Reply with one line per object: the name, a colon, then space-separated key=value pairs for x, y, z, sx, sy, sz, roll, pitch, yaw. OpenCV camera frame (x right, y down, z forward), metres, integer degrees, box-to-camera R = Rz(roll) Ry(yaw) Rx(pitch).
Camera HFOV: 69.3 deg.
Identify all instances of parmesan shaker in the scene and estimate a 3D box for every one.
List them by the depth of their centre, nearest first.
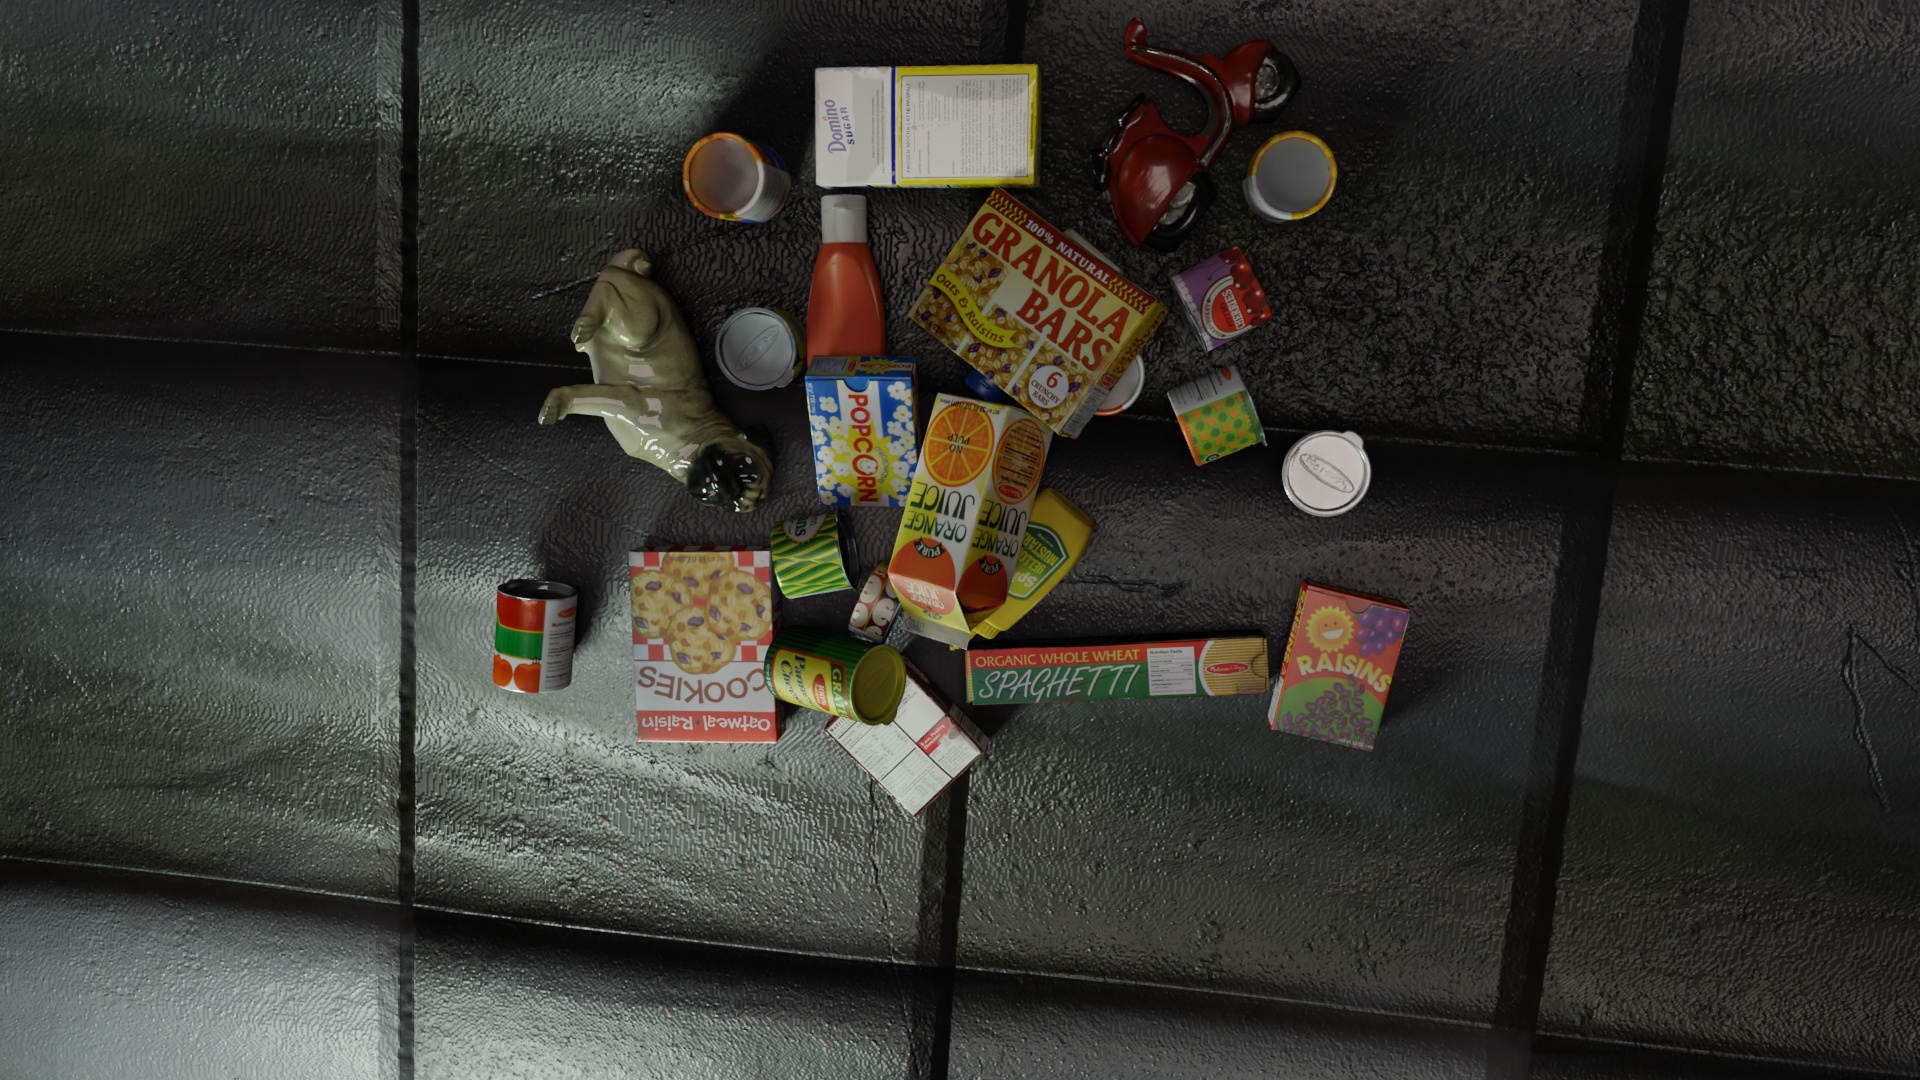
parmesan shaker: x=-0.104 y=0.112 z=1.144 sx=0.103 sy=0.071 sz=0.071 roll=8 pitch=102 yaw=38

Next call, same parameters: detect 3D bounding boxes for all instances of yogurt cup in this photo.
yogurt cup: x=0.288 y=-0.056 z=1.105 sx=0.072 sy=0.054 sz=0.072 roll=1 pitch=99 yaw=6

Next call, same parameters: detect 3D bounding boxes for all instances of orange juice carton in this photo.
orange juice carton: x=0.004 y=-0.014 z=1.101 sx=0.072 sy=0.073 sz=0.192 roll=15 pitch=89 yaw=37

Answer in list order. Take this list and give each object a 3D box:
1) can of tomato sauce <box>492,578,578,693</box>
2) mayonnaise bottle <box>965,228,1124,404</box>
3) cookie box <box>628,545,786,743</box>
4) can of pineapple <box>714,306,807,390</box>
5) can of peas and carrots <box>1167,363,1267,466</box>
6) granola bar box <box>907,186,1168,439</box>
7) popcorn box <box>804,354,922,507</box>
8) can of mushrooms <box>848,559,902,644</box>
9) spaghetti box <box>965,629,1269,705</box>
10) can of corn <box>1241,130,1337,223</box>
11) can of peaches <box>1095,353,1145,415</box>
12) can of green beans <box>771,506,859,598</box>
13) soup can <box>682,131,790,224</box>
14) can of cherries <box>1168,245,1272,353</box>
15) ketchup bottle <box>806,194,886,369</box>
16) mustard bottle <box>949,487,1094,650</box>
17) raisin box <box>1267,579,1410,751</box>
can of tomato sauce: x=-0.365 y=0.081 z=1.188 sx=0.071 sy=0.071 sz=0.083 roll=8 pitch=101 yaw=5
mayonnaise bottle: x=0.063 y=-0.175 z=1.116 sx=0.065 sy=0.041 sz=0.148 roll=42 pitch=102 yaw=7
cookie box: x=-0.215 y=0.088 z=1.187 sx=0.123 sy=0.040 sz=0.167 roll=0 pitch=98 yaw=6
can of pineapple: x=-0.159 y=-0.156 z=1.132 sx=0.071 sy=0.058 sz=0.071 roll=1 pitch=100 yaw=6
can of peas and carrots: x=0.203 y=-0.097 z=1.102 sx=0.058 sy=0.071 sz=0.071 roll=-22 pitch=97 yaw=10
granola bar box: x=0.057 y=-0.176 z=1.072 sx=0.166 sy=0.039 sz=0.124 roll=40 pitch=102 yaw=21
popcorn box: x=-0.075 y=-0.087 z=1.120 sx=0.085 sy=0.038 sz=0.126 roll=2 pitch=127 yaw=6
can of mushrooms: x=-0.064 y=0.049 z=1.152 sx=0.033 sy=0.071 sz=0.071 roll=25 pitch=101 yaw=3
spaghetti box: x=0.129 y=0.106 z=1.160 sx=0.250 sy=0.029 sz=0.050 roll=-3 pitch=99 yaw=6
can of corn: x=0.255 y=-0.281 z=1.070 sx=0.071 sy=0.058 sz=0.071 roll=1 pitch=100 yaw=6
can of peaches: x=0.112 y=-0.134 z=1.108 sx=0.071 sy=0.058 sz=0.071 roll=1 pitch=100 yaw=5
can of green beans: x=-0.120 y=0.012 z=1.151 sx=0.058 sy=0.071 sz=0.071 roll=-9 pitch=98 yaw=8
soup can: x=-0.179 y=-0.287 z=1.100 sx=0.071 sy=0.084 sz=0.071 roll=1 pitch=99 yaw=6
can of cherries: x=0.204 y=-0.188 z=1.084 sx=0.058 sy=0.071 sz=0.071 roll=-27 pitch=96 yaw=9
ketchup bottle: x=-0.093 y=-0.203 z=1.125 sx=0.065 sy=0.043 sz=0.148 roll=1 pitch=99 yaw=6
mustard bottle: x=0.043 y=0.033 z=1.147 sx=0.065 sy=0.049 sz=0.160 roll=38 pitch=101 yaw=2
raisin box: x=0.308 y=0.101 z=1.136 sx=0.086 sy=0.040 sz=0.123 roll=13 pitch=100 yaw=4
